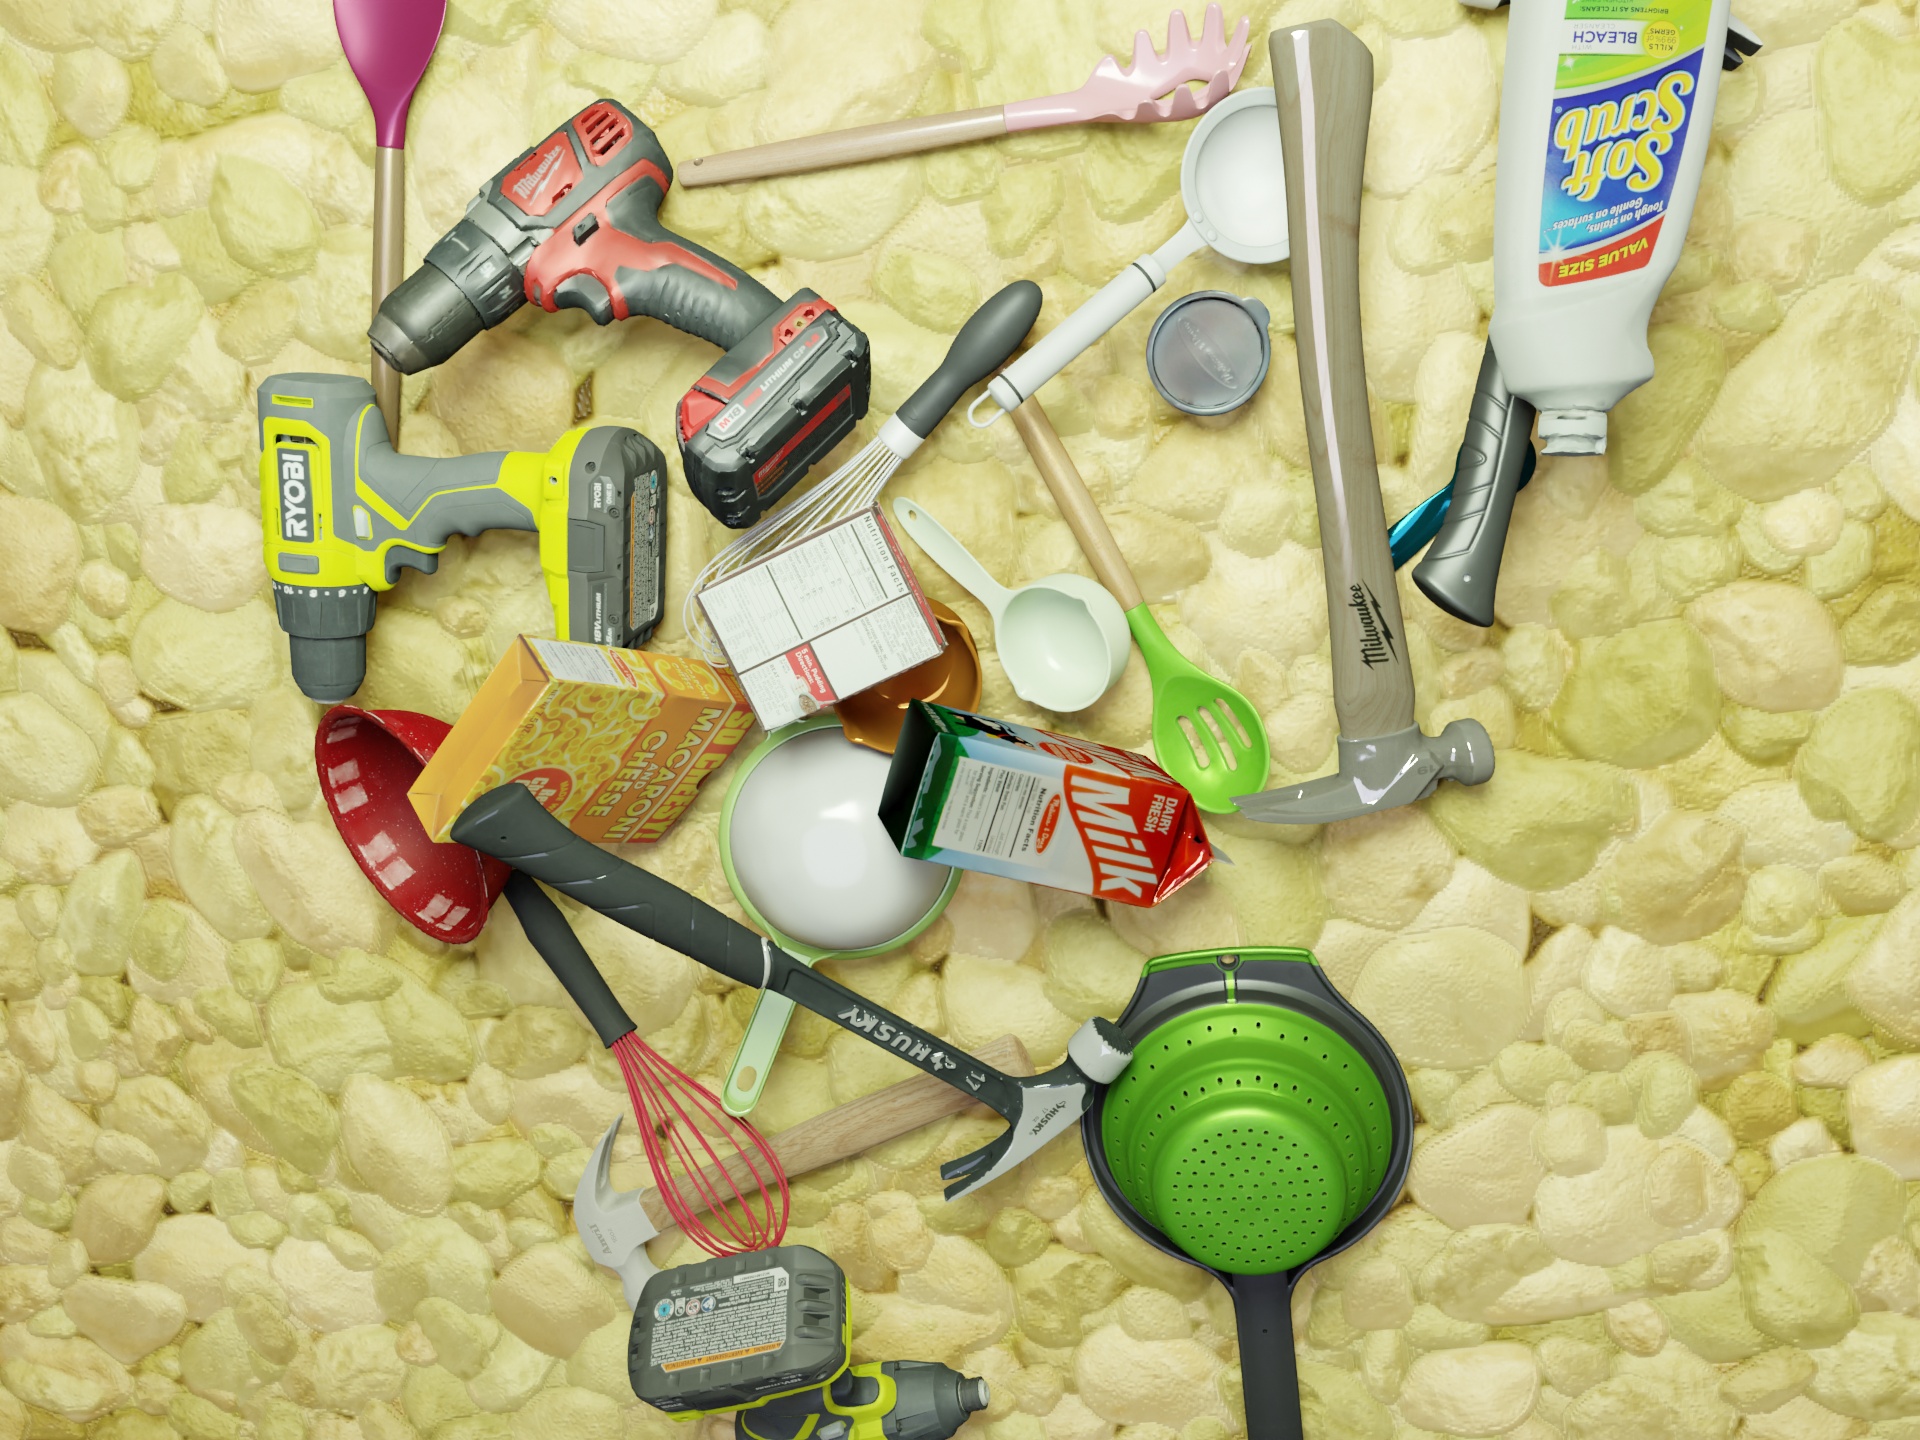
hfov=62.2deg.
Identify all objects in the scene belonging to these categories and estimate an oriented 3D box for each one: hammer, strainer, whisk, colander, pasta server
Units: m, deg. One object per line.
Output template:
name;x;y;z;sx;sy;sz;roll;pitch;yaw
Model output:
hammer;-0.099;0.149;0.901;0.408;0.036;0.149;32;108;-22
hammer;0.191;-0.143;0.832;0.146;0.038;0.410;-12;108;-6
strainer;0.103;-0.239;0.828;0.258;0.050;0.086;-40;106;0
whisk;-0.200;0.213;0.991;0.073;0.073;0.296;-39;81;16
strainer;-0.091;0.122;0.937;0.151;0.069;0.256;22;93;-1
colander;0.182;0.339;0.972;0.204;0.094;0.397;-5;104;10
hammer;-0.106;0.276;1.030;0.331;0.031;0.130;-26;101;14
whisk;-0.054;-0.135;0.889;0.070;0.070;0.284;43;107;-5
hammer;0.291;-0.213;0.798;0.146;0.035;0.335;12;93;2
pasta server;-0.004;-0.322;0.847;0.316;0.040;0.060;-5;60;12

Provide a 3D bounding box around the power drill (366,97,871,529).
power drill;-0.178;-0.202;0.836;0.227;0.080;0.188;42;77;9

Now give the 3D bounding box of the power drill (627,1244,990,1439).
power drill;-0.092;0.410;0.997;0.171;0.080;0.223;-16;138;14

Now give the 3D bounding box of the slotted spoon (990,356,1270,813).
slotted spoon;0.087;-0.088;0.904;0.070;0.031;0.313;-25;99;32

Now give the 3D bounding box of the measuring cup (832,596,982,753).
measuring cup;-0.001;-0.003;0.931;0.173;0.052;0.095;41;104;-16

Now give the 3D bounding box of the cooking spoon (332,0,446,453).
cooking spoon;-0.327;-0.300;0.910;0.069;0.017;0.318;10;106;8

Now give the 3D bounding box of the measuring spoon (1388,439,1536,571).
measuring spoon;0.261;-0.111;0.874;0.128;0.021;0.042;-42;96;17

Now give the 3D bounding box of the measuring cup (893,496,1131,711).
measuring cup;0.029;-0.077;0.913;0.168;0.038;0.083;44;132;14

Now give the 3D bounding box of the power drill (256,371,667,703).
power drill;-0.292;-0.095;0.918;0.228;0.080;0.190;7;107;7
